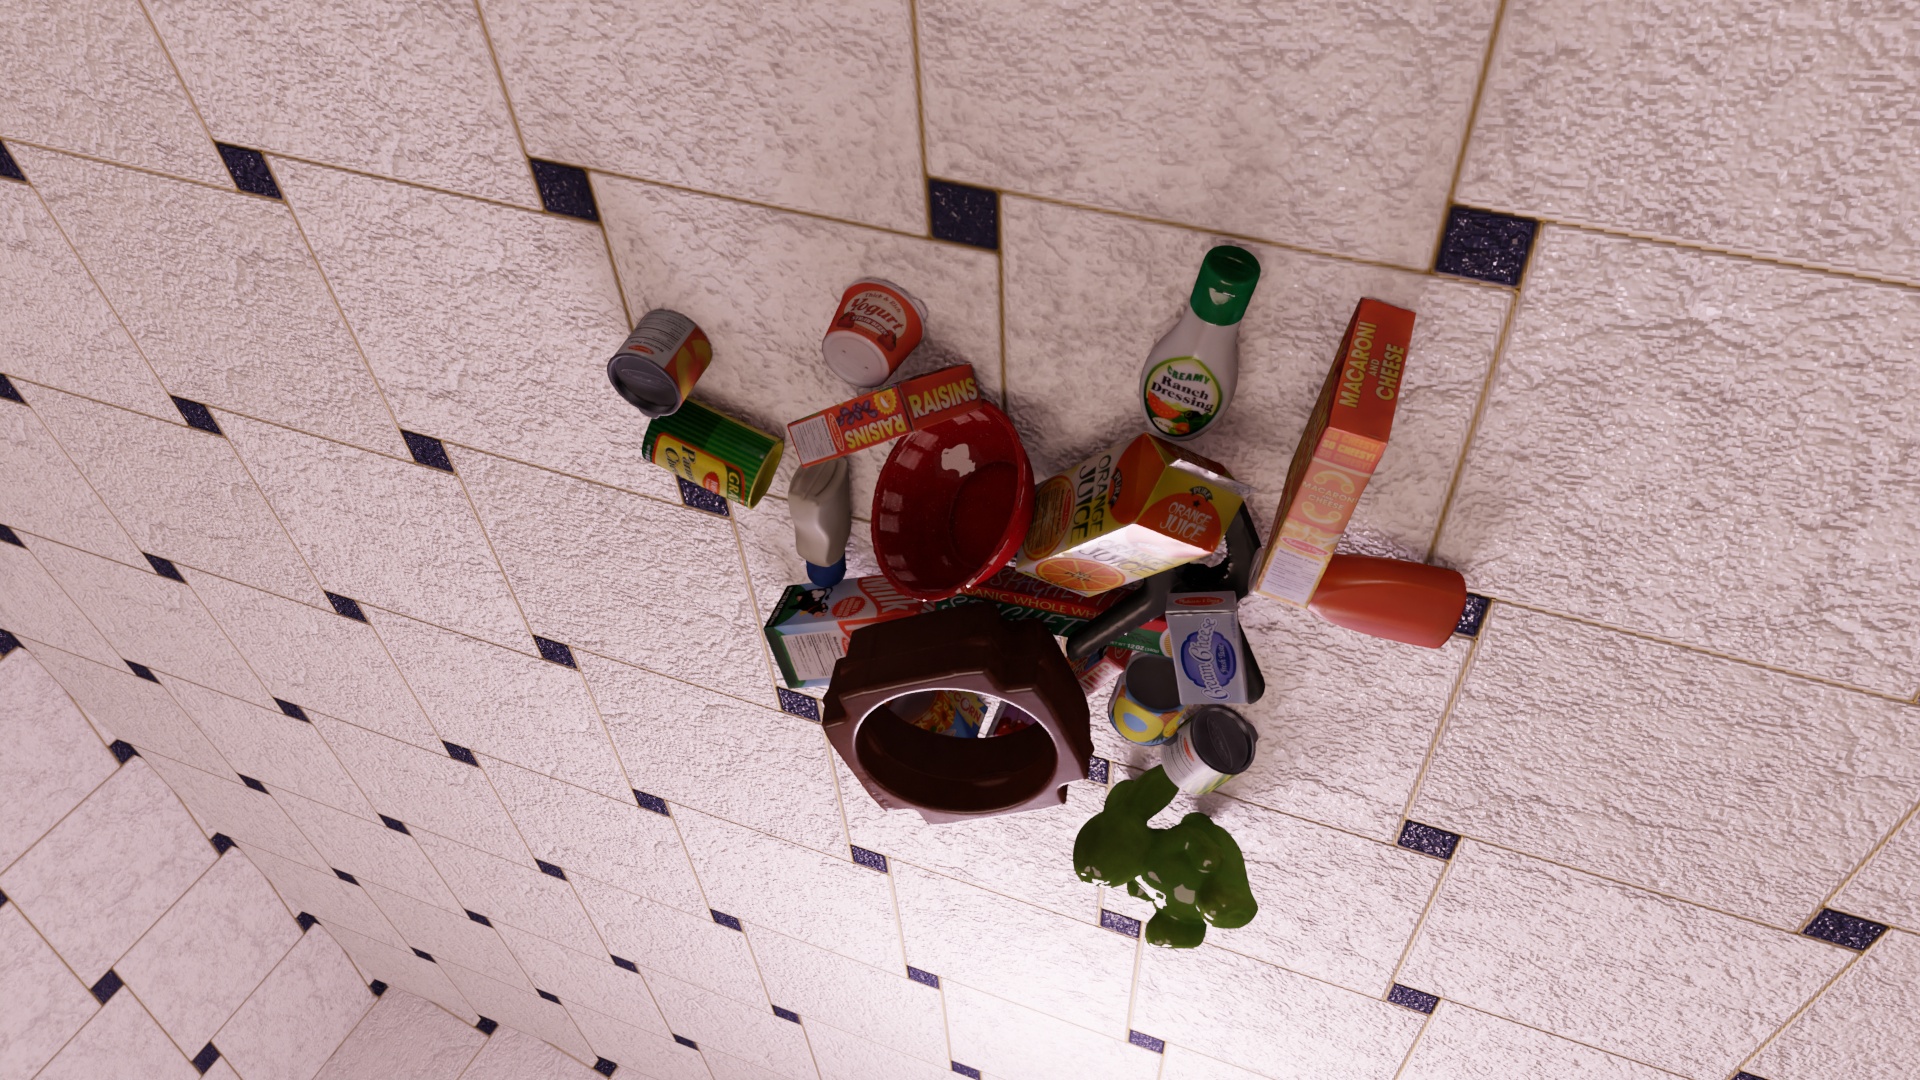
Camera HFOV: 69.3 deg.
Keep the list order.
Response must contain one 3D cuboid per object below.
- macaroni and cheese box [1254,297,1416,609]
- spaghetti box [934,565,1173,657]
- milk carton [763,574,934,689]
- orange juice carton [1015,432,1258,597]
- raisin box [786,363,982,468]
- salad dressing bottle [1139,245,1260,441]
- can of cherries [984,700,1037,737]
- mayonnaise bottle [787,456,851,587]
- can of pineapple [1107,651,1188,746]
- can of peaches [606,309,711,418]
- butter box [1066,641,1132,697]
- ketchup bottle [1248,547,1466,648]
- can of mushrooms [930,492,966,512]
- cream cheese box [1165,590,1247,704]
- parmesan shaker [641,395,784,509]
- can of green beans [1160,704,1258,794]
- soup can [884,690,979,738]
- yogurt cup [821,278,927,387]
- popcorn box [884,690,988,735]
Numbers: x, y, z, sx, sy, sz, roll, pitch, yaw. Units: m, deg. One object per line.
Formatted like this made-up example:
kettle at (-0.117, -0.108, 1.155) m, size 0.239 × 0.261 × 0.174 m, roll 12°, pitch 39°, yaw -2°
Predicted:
macaroni and cheese box at (0.239, -0.054, 0.894) m, size 0.040 × 0.124 × 0.165 m, roll 18°, pitch 142°, yaw 9°
spaghetti box at (0.100, 0.058, 1.160) m, size 0.250 × 0.029 × 0.049 m, roll 11°, pitch 141°, yaw 5°
milk carton at (-0.071, 0.079, 1.255) m, size 0.190 × 0.073 × 0.073 m, roll -7°, pitch 120°, yaw 20°
orange juice carton at (0.125, -0.021, 1.012) m, size 0.072 × 0.073 × 0.192 m, roll 20°, pitch 156°, yaw -26°
raisin box at (-0.057, -0.095, 1.051) m, size 0.123 × 0.086 × 0.040 m, roll -13°, pitch 97°, yaw 41°
salad dressing bottle at (0.159, -0.129, 0.918) m, size 0.064 × 0.044 × 0.146 m, roll 23°, pitch 143°, yaw 8°
can of cherries at (0.064, 0.185, 1.343) m, size 0.071 × 0.059 × 0.071 m, roll 17°, pitch 142°, yaw 14°
mayonnaise bottle at (-0.121, -0.013, 1.214) m, size 0.041 × 0.065 × 0.147 m, roll 21°, pitch 147°, yaw 12°
can of pineapple at (0.168, 0.139, 1.218) m, size 0.071 × 0.071 × 0.057 m, roll 21°, pitch 143°, yaw 8°
can of peaches at (-0.244, -0.143, 1.130) m, size 0.071 × 0.058 × 0.071 m, roll 16°, pitch 143°, yaw 13°
butter box at (0.118, 0.107, 1.221) m, size 0.024 × 0.053 × 0.103 m, roll 34°, pitch 143°, yaw -8°
ketchup bottle at (0.288, 0.038, 1.019) m, size 0.149 × 0.044 × 0.064 m, roll 12°, pitch 133°, yaw 0°
can of mushrooms at (0.004, -0.015, 1.159) m, size 0.071 × 0.034 × 0.070 m, roll 16°, pitch 142°, yaw 13°
cream cheese box at (0.192, 0.085, 1.075) m, size 0.053 × 0.024 × 0.103 m, roll -3°, pitch 130°, yaw 16°
parmesan shaker at (-0.211, -0.076, 1.186) m, size 0.103 × 0.072 × 0.071 m, roll 25°, pitch 143°, yaw 3°
can of green beans at (0.221, 0.188, 1.247) m, size 0.071 × 0.071 × 0.057 m, roll 30°, pitch 144°, yaw -5°
soup can at (-0.028, 0.183, 1.322) m, size 0.071 × 0.072 × 0.083 m, roll -7°, pitch 130°, yaw 37°
yogurt cup at (-0.067, -0.149, 1.020) m, size 0.072 × 0.054 × 0.072 m, roll 17°, pitch 143°, yaw 14°
popcorn box at (-0.045, 0.150, 1.383) m, size 0.085 × 0.038 × 0.126 m, roll -19°, pitch 124°, yaw 42°
